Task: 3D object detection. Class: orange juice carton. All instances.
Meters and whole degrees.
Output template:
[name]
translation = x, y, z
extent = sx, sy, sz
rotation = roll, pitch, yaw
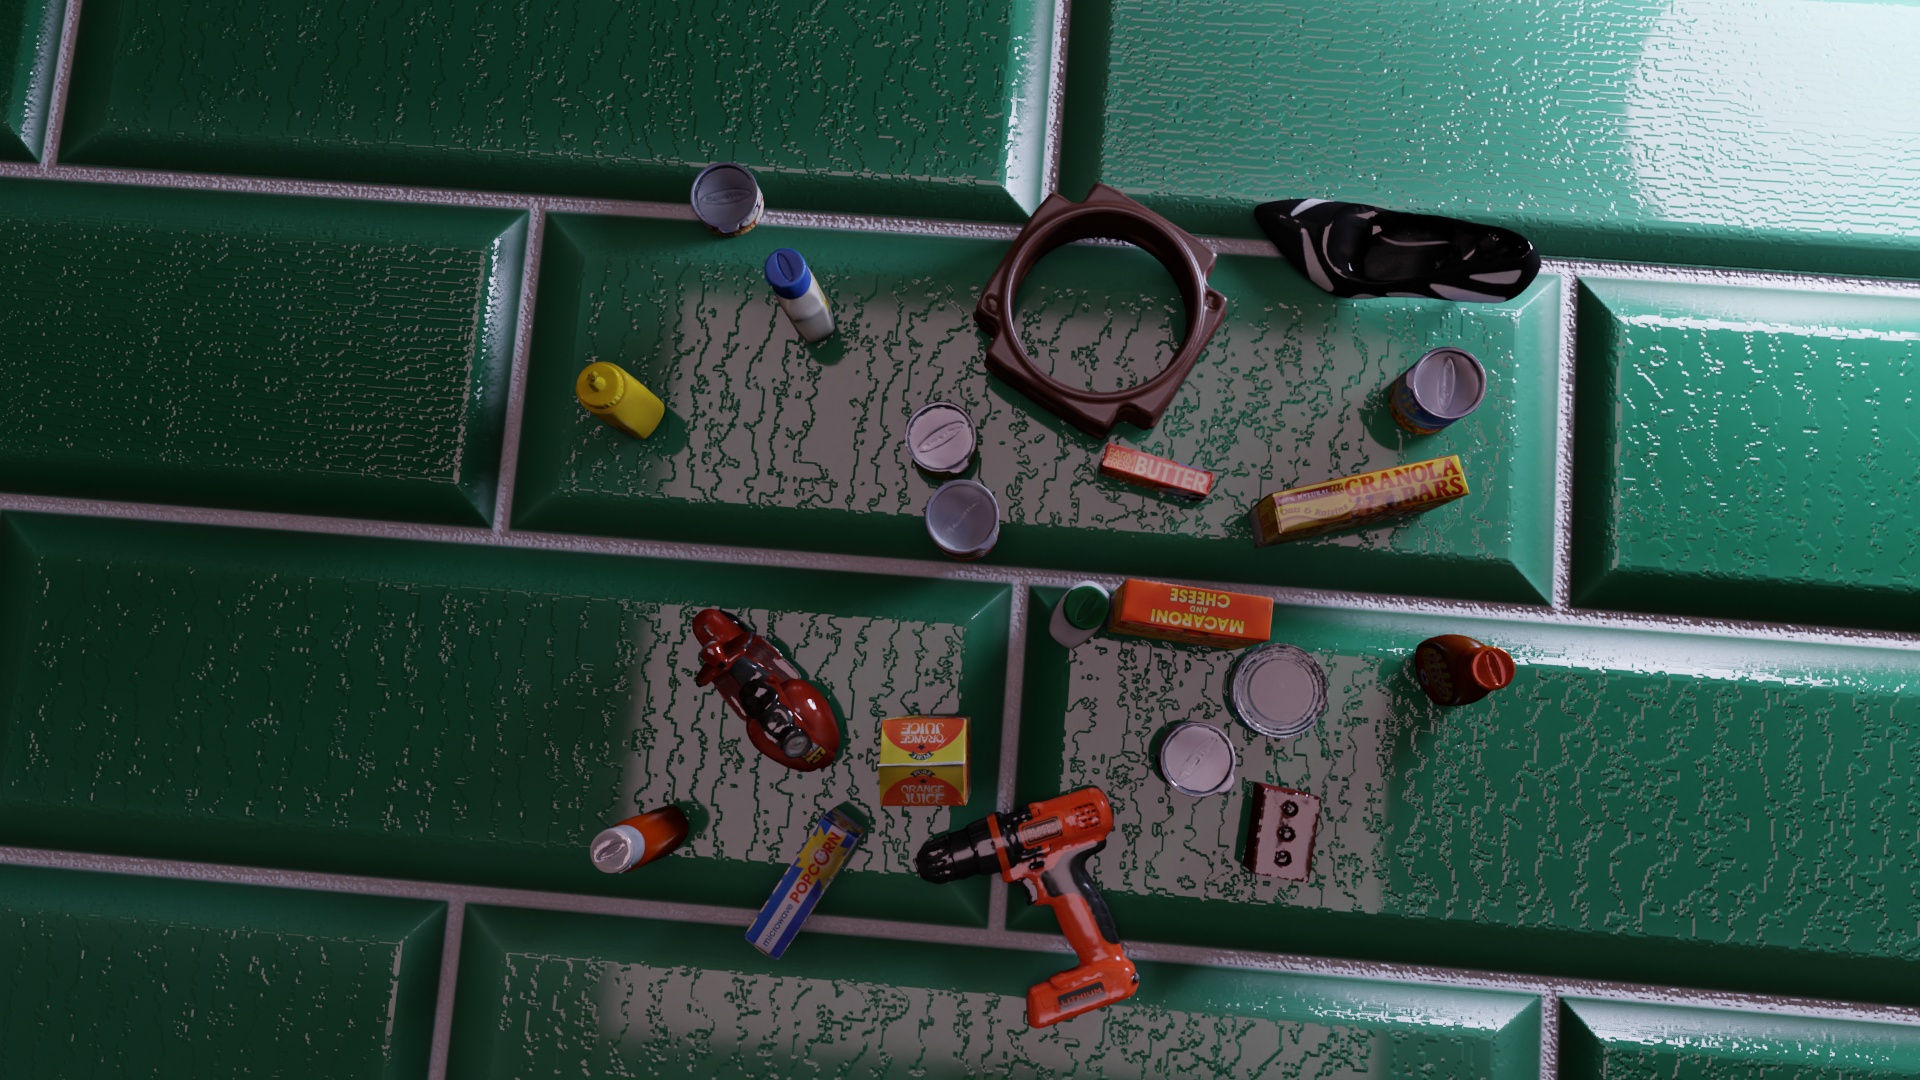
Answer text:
[orange juice carton]
translation = -0.029, 0.188, 1.196
extent = 0.072, 0.192, 0.073
rotation = 0, 84, 2

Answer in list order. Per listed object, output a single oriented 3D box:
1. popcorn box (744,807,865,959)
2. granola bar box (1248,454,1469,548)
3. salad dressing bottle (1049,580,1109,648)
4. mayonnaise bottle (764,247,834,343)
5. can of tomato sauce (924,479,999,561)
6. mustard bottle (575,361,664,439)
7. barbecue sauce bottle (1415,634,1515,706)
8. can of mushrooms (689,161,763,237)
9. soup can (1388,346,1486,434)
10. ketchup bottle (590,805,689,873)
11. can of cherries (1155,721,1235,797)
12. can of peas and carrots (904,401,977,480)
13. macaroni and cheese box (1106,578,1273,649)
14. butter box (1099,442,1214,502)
[popcorn box]
translation = -0.137, 0.304, 1.239
extent = 0.038, 0.085, 0.127
rotation = 33, 85, 5
[granola bar box]
translation = 0.351, -0.034, 1.245
extent = 0.166, 0.124, 0.039
rotation = -12, 83, 1
[salad dressing bottle]
translation = 0.107, 0.064, 1.229
extent = 0.044, 0.147, 0.064
rotation = 37, 86, 5
[mayonnaise bottle]
translation = -0.149, -0.228, 1.273
extent = 0.041, 0.148, 0.065
rotation = -26, 83, -1
[can of tomato sauce]
translation = 0.005, -0.016, 1.275
extent = 0.071, 0.083, 0.071
rotation = 0, 83, 2
[mustard bottle]
translation = -0.316, -0.132, 1.261
extent = 0.065, 0.160, 0.049
rotation = 31, 86, 5
[barbecue sauce bottle]
translation = 0.440, 0.112, 1.212
extent = 0.044, 0.148, 0.065
rotation = -16, 83, 0
[can of mushrooms]
translation = -0.226, -0.327, 1.345
extent = 0.071, 0.033, 0.071
rotation = 0, 83, 2
[soup can]
translation = 0.433, -0.137, 1.275
extent = 0.071, 0.083, 0.071
rotation = 0, 83, 2
[ketchup bottle]
translation = -0.284, 0.265, 1.217
extent = 0.065, 0.148, 0.043
rotation = -30, 84, -1
[can of cherries]
translation = 0.213, 0.199, 1.254
extent = 0.071, 0.058, 0.071
rotation = 0, 83, 2
[can of peas and carrots]
translation = -0.015, -0.090, 1.297
extent = 0.071, 0.058, 0.071
rotation = 0, 83, 2
[macaroni and cheese box]
translation = 0.197, 0.067, 1.216
extent = 0.124, 0.166, 0.040
rotation = 8, 84, 3
[butter box]
translation = 0.180, -0.062, 1.290
extent = 0.103, 0.053, 0.024
rotation = 16, 84, 4
